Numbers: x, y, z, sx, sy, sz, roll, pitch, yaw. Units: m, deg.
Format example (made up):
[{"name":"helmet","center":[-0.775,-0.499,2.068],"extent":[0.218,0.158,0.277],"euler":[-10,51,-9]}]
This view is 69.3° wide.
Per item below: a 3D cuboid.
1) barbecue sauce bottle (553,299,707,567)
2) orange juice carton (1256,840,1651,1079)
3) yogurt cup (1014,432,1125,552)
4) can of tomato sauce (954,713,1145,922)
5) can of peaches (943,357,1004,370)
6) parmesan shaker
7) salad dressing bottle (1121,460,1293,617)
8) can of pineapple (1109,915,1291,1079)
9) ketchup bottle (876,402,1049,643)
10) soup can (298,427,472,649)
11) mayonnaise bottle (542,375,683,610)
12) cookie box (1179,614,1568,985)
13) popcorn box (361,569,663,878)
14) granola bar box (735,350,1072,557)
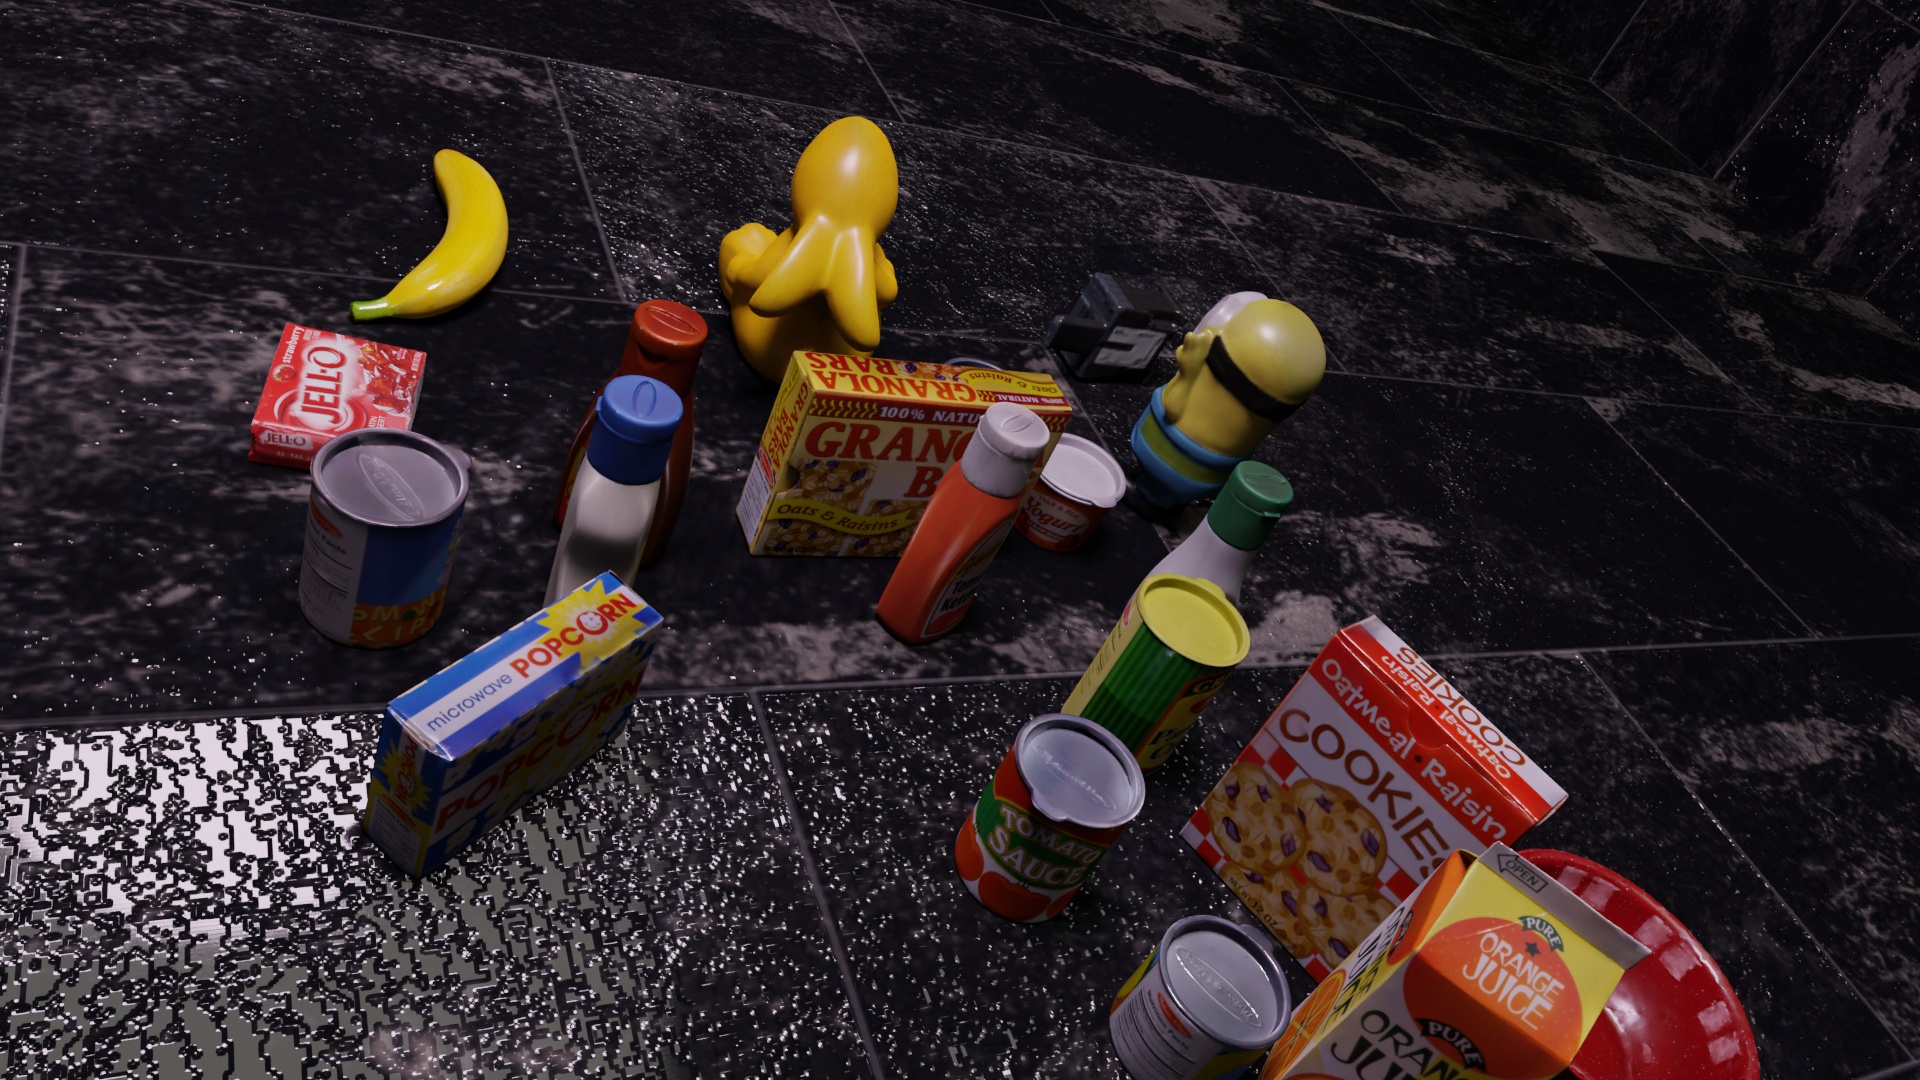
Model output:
[{"name":"barbecue sauce bottle","center":[-0.167,-0.055,0.721],"extent":[0.065,0.147,0.044],"euler":[27,37,0]},{"name":"orange juice carton","center":[0.206,0.206,0.600],"extent":[0.072,0.191,0.073],"euler":[37,38,12]},{"name":"yogurt cup","center":[0.067,-0.030,0.907],"extent":[0.072,0.053,0.073],"euler":[17,38,-14]},{"name":"can of tomato sauce","center":[0.041,0.137,0.673],"extent":[0.071,0.082,0.071],"euler":[17,38,-14]},{"name":"can of peaches","center":[0.005,-0.079,0.925],"extent":[0.071,0.057,0.071],"euler":[17,38,-14]},{"name":"parmesan shaker","center":[0.107,0.076,0.767],"extent":[0.071,0.102,0.072],"euler":[17,38,-14]},{"name":"salad dressing bottle","center":[0.145,0.018,0.821],"extent":[0.064,0.146,0.044],"euler":[4,43,-28]},{"name":"can of pineapple","center":[0.111,0.217,0.642],"extent":[0.071,0.057,0.071],"euler":[17,38,-14]},{"name":"ketchup bottle","center":[0.003,-0.010,0.768],"extent":[0.043,0.148,0.065],"euler":[40,39,17]},{"name":"soup can","center":[-0.268,-0.001,0.650],"extent":[0.071,0.083,0.072],"euler":[17,38,-14]},{"name":"mayonnaise bottle","center":[-0.168,-0.011,0.669],"extent":[0.041,0.147,0.065],"euler":[15,39,-16]},{"name":"cookie box","center":[0.199,0.138,0.696],"extent":[0.040,0.166,0.123],"euler":[-18,56,-43]},{"name":"popcorn box","center":[-0.192,0.077,0.602],"extent":[0.038,0.084,0.127],"euler":[36,38,12]},{"name":"granola bar box","center":[-0.033,-0.045,0.808],"extent":[0.166,0.123,0.039],"euler":[1,44,-30]}]
